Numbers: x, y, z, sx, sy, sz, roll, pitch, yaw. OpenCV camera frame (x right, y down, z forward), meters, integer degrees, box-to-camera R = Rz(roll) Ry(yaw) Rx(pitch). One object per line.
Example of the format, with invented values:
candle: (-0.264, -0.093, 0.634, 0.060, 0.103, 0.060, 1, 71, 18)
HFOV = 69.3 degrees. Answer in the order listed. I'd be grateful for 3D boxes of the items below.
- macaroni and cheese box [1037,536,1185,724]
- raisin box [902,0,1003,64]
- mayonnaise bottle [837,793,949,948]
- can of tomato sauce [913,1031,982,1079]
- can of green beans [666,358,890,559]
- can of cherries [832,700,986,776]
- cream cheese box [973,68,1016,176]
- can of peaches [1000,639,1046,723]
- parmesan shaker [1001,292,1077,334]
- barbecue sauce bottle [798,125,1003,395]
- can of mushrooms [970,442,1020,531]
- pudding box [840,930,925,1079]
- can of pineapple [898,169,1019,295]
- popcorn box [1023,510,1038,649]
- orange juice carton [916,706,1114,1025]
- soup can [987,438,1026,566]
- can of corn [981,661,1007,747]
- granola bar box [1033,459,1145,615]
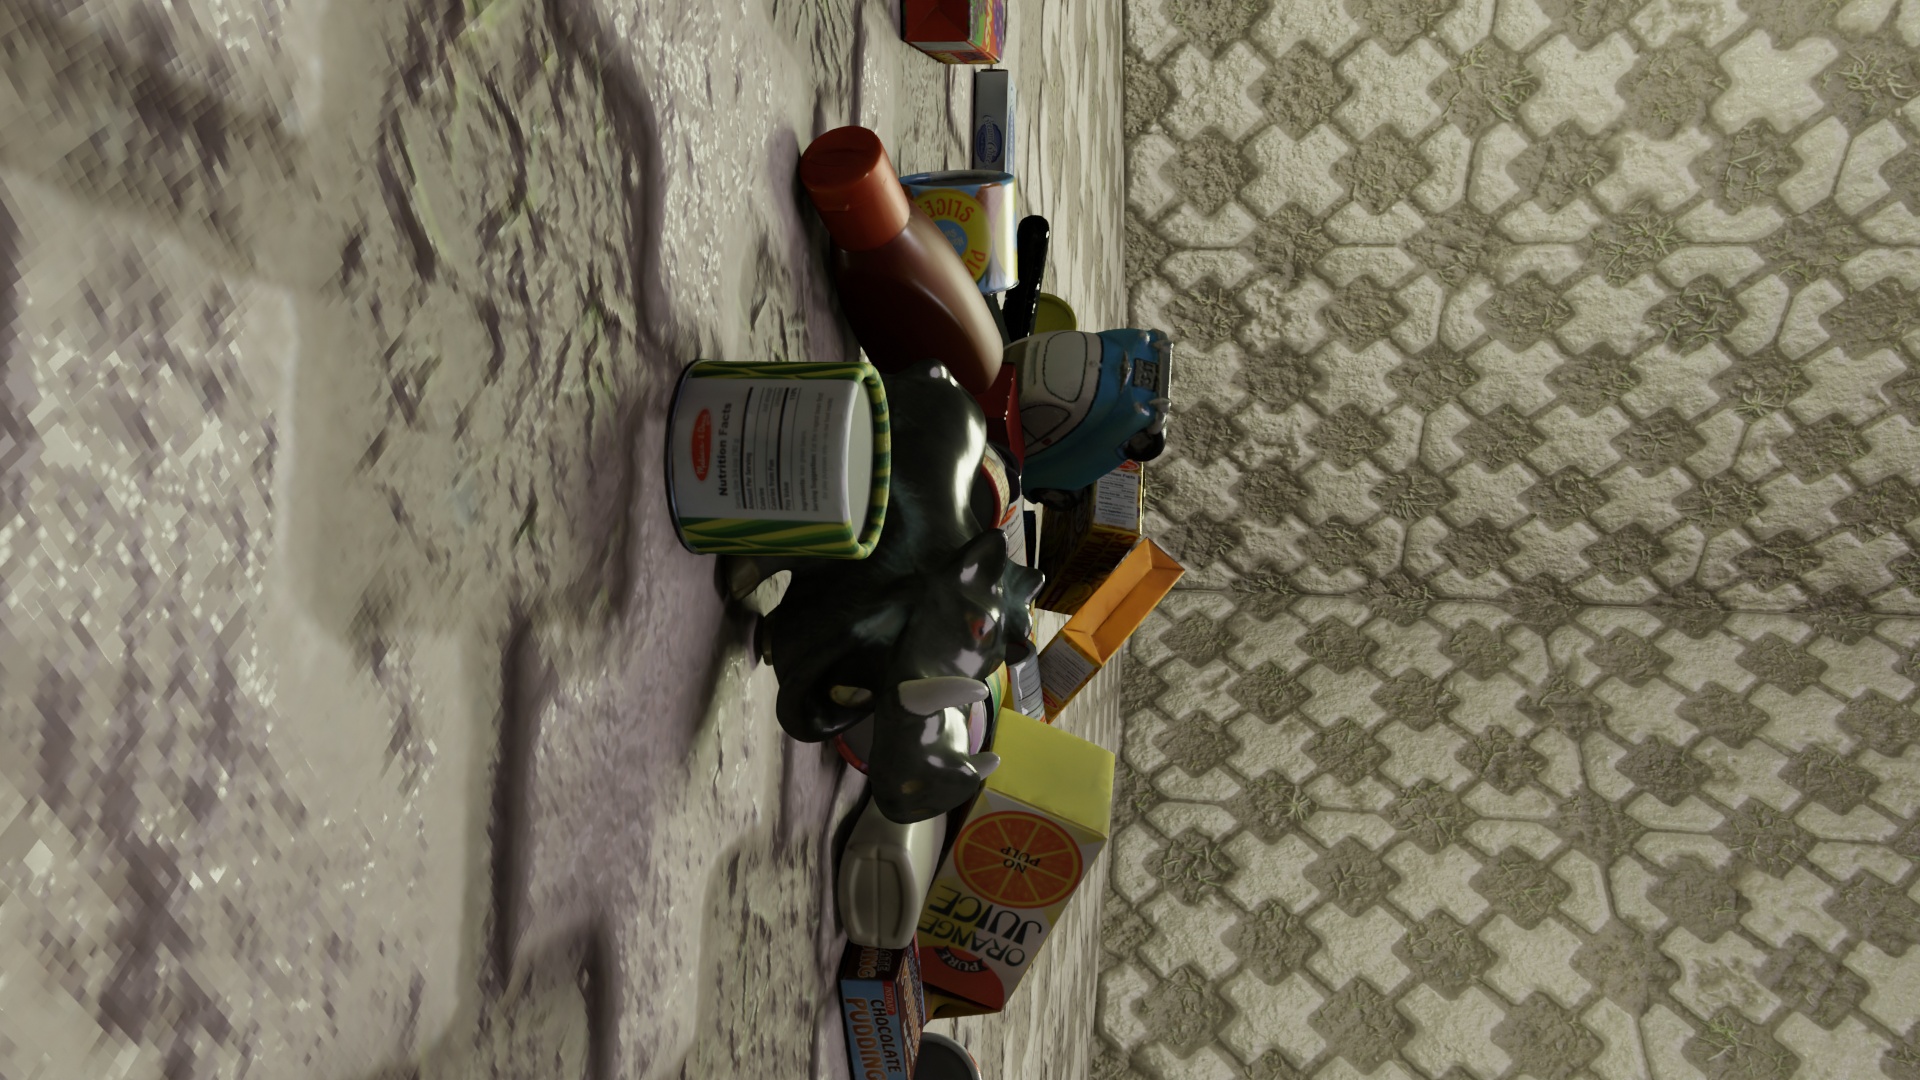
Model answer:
macaroni and cheese box: (0.080, 0.085, 0.996, 0.124, 0.040, 0.165, -42, 171, -42)
raisin box: (-0.003, -0.323, 0.794, 0.124, 0.040, 0.086, -55, 144, -74)
mayonnaise bottle: (-0.028, 0.147, 0.725, 0.148, 0.041, 0.064, -64, 156, -71)
can of tomato sauce: (-0.016, 0.312, 0.748, 0.082, 0.071, 0.071, 81, 14, -45)
can of green beans: (-0.058, -0.027, 0.461, 0.071, 0.058, 0.071, 0, 92, -81)
can of cherries: (-0.024, 0.085, 0.654, 0.058, 0.071, 0.071, 57, 36, -73)
cream cheese box: (0.025, -0.284, 1.011, 0.053, 0.024, 0.103, -23, 115, -81)
can of peaches: (0.019, 0.099, 0.914, 0.071, 0.071, 0.058, -64, 149, -68)
parmesan shaker: (0.066, -0.151, 1.155, 0.102, 0.071, 0.071, 73, 21, -63)
barbecue sauce bottle: (-0.028, -0.119, 0.621, 0.148, 0.065, 0.044, 59, 41, -57)
can of mushrooms: (-0.005, -0.024, 0.736, 0.033, 0.071, 0.070, -58, 149, -69)
pudding box: (-0.039, 0.234, 0.707, 0.050, 0.030, 0.083, -74, 163, -59)
can of pineapple: (-0.003, -0.164, 0.741, 0.071, 0.071, 0.057, -67, 156, -66)
popcorn box: (0.038, 0.049, 1.107, 0.085, 0.038, 0.126, -66, 156, -64)
orange juice carton: (0.016, 0.196, 0.790, 0.072, 0.073, 0.191, -74, -173, -59)
soup can: (0.003, -0.010, 0.812, 0.072, 0.071, 0.083, -79, 168, -44)
can of corn: (-0.012, 0.078, 0.736, 0.058, 0.071, 0.071, -49, 140, -76)
granola bar box: (0.098, -0.030, 1.053, 0.164, 0.039, 0.124, 117, -19, -64)
